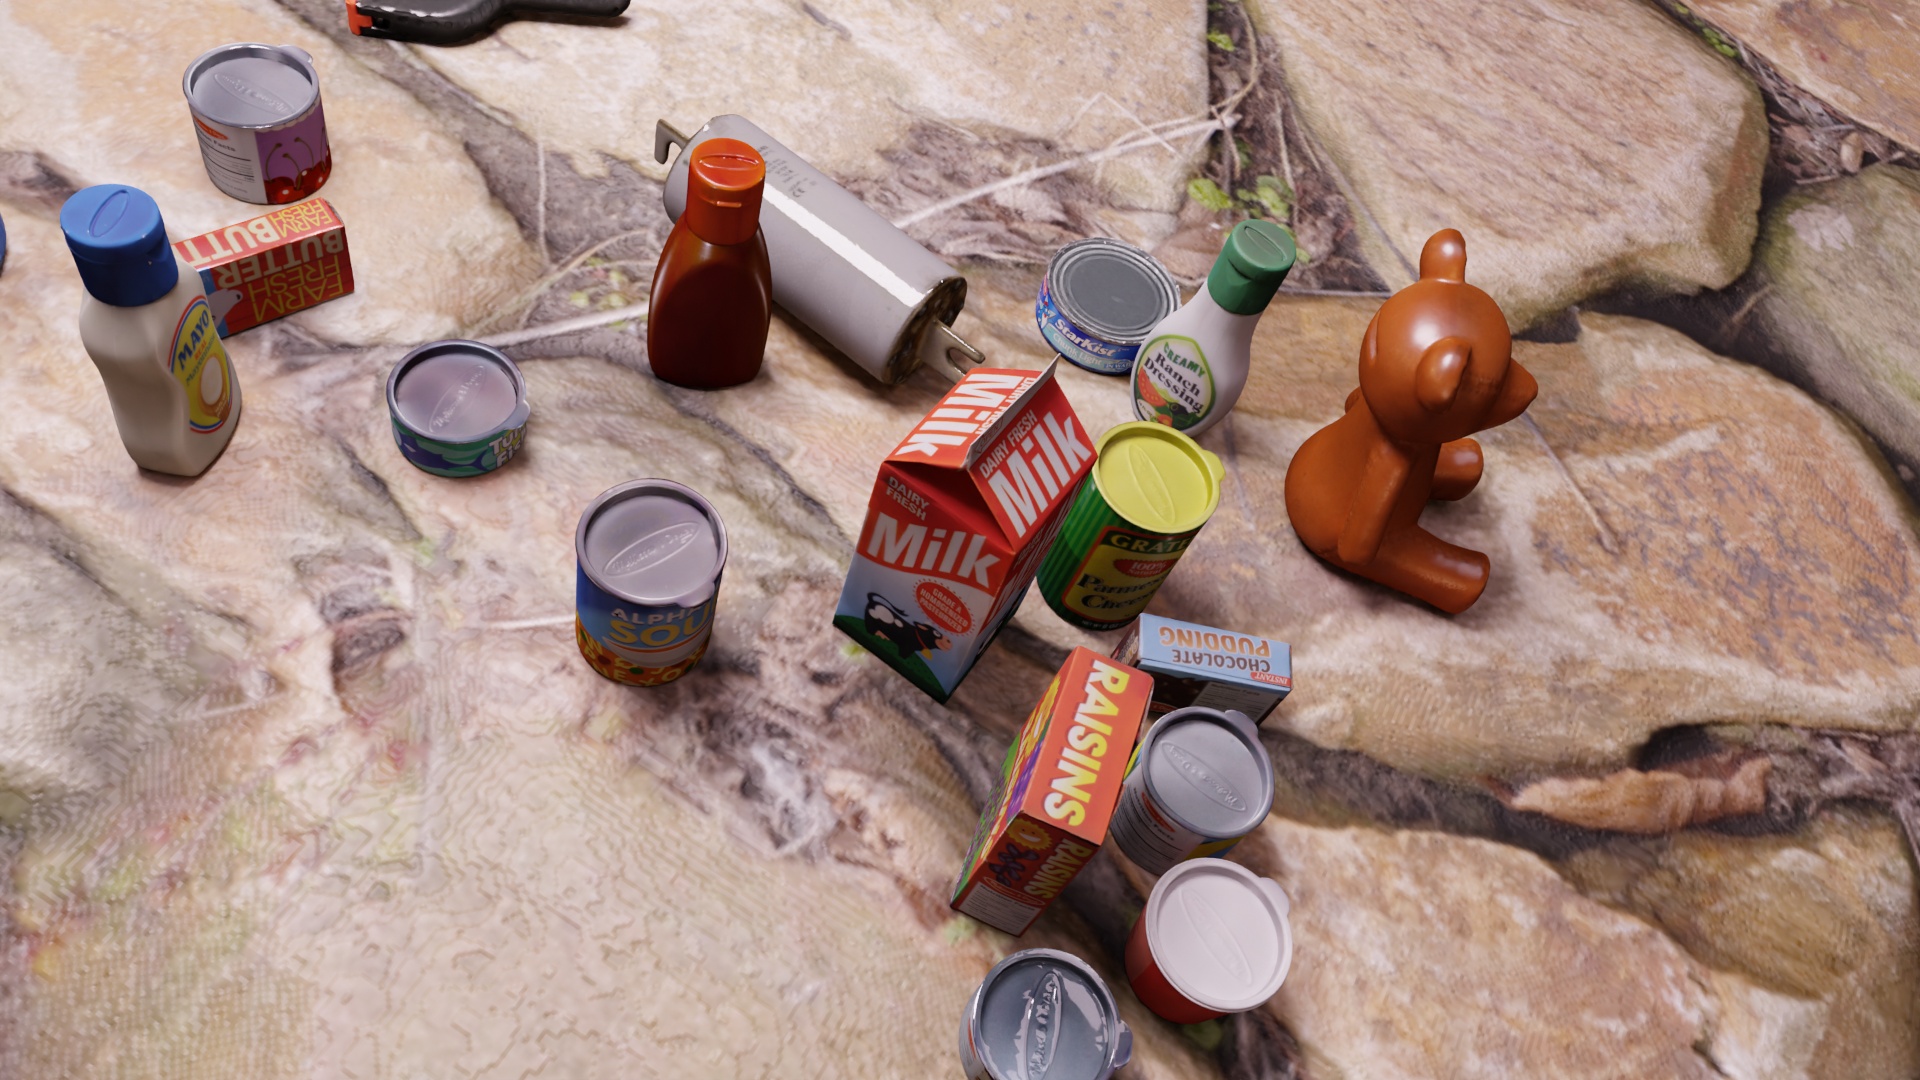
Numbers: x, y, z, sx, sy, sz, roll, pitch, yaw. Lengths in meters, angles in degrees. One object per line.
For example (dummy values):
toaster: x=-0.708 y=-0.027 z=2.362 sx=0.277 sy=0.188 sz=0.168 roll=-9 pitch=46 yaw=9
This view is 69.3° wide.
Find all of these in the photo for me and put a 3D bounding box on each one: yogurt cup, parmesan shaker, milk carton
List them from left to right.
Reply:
milk carton: x=0.002 y=-0.008 z=0.643 sx=0.073 sy=0.189 sz=0.073 roll=35 pitch=55 yaw=8
parmesan shaker: x=0.086 y=-0.005 z=0.718 sx=0.071 sy=0.102 sz=0.071 roll=7 pitch=56 yaw=-11
yogurt cup: x=0.108 y=0.185 z=0.629 sx=0.072 sy=0.053 sz=0.073 roll=7 pitch=56 yaw=-11

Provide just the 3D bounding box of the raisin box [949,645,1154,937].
raisin box: x=0.039 y=0.114 z=0.614 sx=0.040 sy=0.122 sz=0.086 roll=24 pitch=54 yaw=1

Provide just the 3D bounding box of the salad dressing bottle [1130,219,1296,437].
salad dressing bottle: x=0.141 y=-0.116 z=0.780 sx=0.064 sy=0.146 sz=0.044 roll=45 pitch=57 yaw=14

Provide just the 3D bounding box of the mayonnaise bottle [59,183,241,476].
mayonnaise bottle: x=-0.362 y=-0.093 z=0.622 sx=0.041 sy=0.147 sz=0.065 roll=12 pitch=55 yaw=-8

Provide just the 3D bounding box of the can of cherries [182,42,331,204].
can of cherries: x=-0.381 y=-0.229 z=0.762 sx=0.071 sy=0.058 sz=0.072 roll=7 pitch=56 yaw=-11

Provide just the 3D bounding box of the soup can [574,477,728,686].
soup can: x=-0.144 y=0.023 z=0.646 sx=0.071 sy=0.083 sz=0.072 roll=7 pitch=56 yaw=-11

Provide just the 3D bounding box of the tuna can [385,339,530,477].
tuna can: x=-0.253 y=-0.066 z=0.706 sx=0.071 sy=0.032 sz=0.071 roll=7 pitch=56 yaw=-11

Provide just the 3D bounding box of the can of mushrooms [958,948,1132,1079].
can of mushrooms: x=0.036 y=0.215 z=0.601 sx=0.071 sy=0.033 sz=0.071 roll=7 pitch=56 yaw=-11

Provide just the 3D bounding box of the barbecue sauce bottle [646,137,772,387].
barbecue sauce bottle: x=-0.127 y=-0.140 z=0.719 sx=0.065 sy=0.147 sz=0.044 roll=0 pitch=58 yaw=-15

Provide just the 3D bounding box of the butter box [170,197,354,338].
butter box: x=-0.365 y=-0.134 z=0.707 sx=0.104 sy=0.052 sz=0.024 roll=-30 pitch=70 yaw=-30

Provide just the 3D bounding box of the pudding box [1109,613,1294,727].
pudding box: x=0.122 y=0.068 z=0.713 sx=0.084 sy=0.049 sz=0.030 roll=11 pitch=55 yaw=-8

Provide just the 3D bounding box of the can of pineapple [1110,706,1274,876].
can of pineapple: x=0.111 y=0.121 z=0.669 sx=0.071 sy=0.057 sz=0.071 roll=7 pitch=56 yaw=-11
